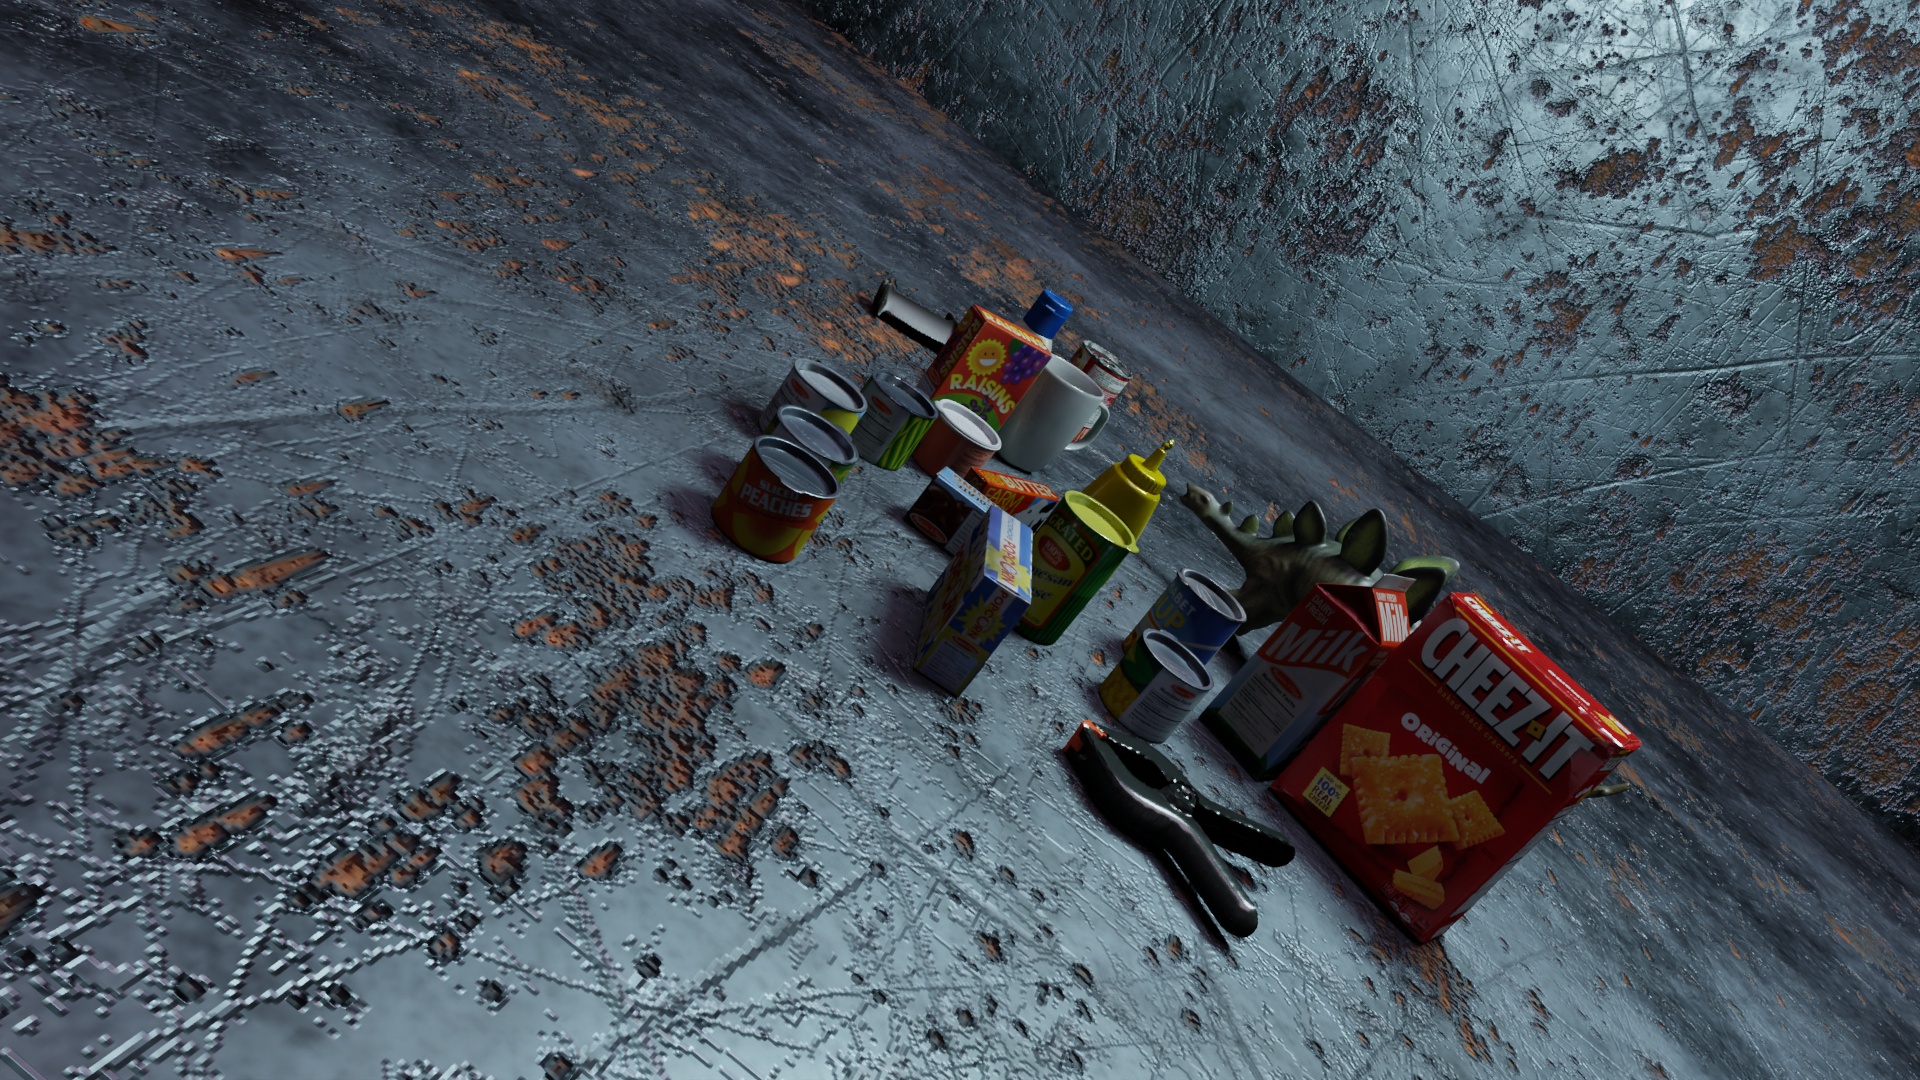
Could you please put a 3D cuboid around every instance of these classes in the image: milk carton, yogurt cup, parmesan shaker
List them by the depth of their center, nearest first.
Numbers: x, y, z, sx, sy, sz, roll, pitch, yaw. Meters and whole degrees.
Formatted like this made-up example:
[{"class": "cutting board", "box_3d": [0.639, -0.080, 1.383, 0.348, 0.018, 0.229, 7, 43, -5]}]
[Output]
[{"class": "parmesan shaker", "box_3d": [0.079, 0.024, 1.062, 0.071, 0.102, 0.071, 32, 21, -13]}, {"class": "milk carton", "box_3d": [0.287, 0.099, 1.109, 0.072, 0.190, 0.073, 8, 35, -53]}, {"class": "yogurt cup", "box_3d": [-0.006, -0.083, 1.227, 0.072, 0.053, 0.073, 32, 21, -13]}]

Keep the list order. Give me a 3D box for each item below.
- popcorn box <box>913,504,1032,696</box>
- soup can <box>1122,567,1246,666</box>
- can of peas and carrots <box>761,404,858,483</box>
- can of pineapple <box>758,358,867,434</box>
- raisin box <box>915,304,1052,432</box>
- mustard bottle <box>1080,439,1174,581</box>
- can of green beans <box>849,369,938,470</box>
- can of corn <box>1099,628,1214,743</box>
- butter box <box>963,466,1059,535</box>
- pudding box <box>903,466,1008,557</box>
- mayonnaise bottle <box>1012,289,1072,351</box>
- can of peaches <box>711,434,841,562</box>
[{"class": "popcorn box", "box_3d": [0.011, 0.038, 0.948, 0.038, 0.085, 0.127, 33, 21, -10]}, {"class": "soup can", "box_3d": [0.182, 0.073, 1.147, 0.071, 0.083, 0.071, 32, 21, -13]}, {"class": "can of peas and carrots", "box_3d": [-0.114, -0.054, 0.983, 0.071, 0.058, 0.071, 32, 21, -13]}, {"class": "can of pineapple", "box_3d": [-0.114, -0.099, 1.081, 0.071, 0.057, 0.071, 32, 21, -13]}, {"class": "raisin box", "box_3d": [0.015, -0.149, 1.302, 0.086, 0.123, 0.040, 23, 24, -33]}, {"class": "mustard bottle", "box_3d": [0.125, -0.023, 1.153, 0.065, 0.159, 0.049, 33, 20, -11]}, {"class": "can of green beans", "box_3d": [-0.062, -0.101, 1.170, 0.071, 0.057, 0.071, 32, 21, -13]}, {"class": "can of corn", "box_3d": [0.147, 0.109, 1.052, 0.071, 0.058, 0.071, 32, 21, -13]}, {"class": "butter box", "box_3d": [0.034, -0.029, 1.174, 0.103, 0.053, 0.024, 11, 32, -49]}, {"class": "pudding box", "box_3d": [0.004, -0.014, 1.098, 0.084, 0.049, 0.030, 37, 20, 0]}, {"class": "mayonnaise bottle", "box_3d": [0.058, -0.186, 1.415, 0.065, 0.147, 0.041, 38, 20, 4]}, {"class": "can of peaches", "box_3d": [-0.122, -0.026, 0.912, 0.071, 0.058, 0.071, 32, 21, -13]}]
